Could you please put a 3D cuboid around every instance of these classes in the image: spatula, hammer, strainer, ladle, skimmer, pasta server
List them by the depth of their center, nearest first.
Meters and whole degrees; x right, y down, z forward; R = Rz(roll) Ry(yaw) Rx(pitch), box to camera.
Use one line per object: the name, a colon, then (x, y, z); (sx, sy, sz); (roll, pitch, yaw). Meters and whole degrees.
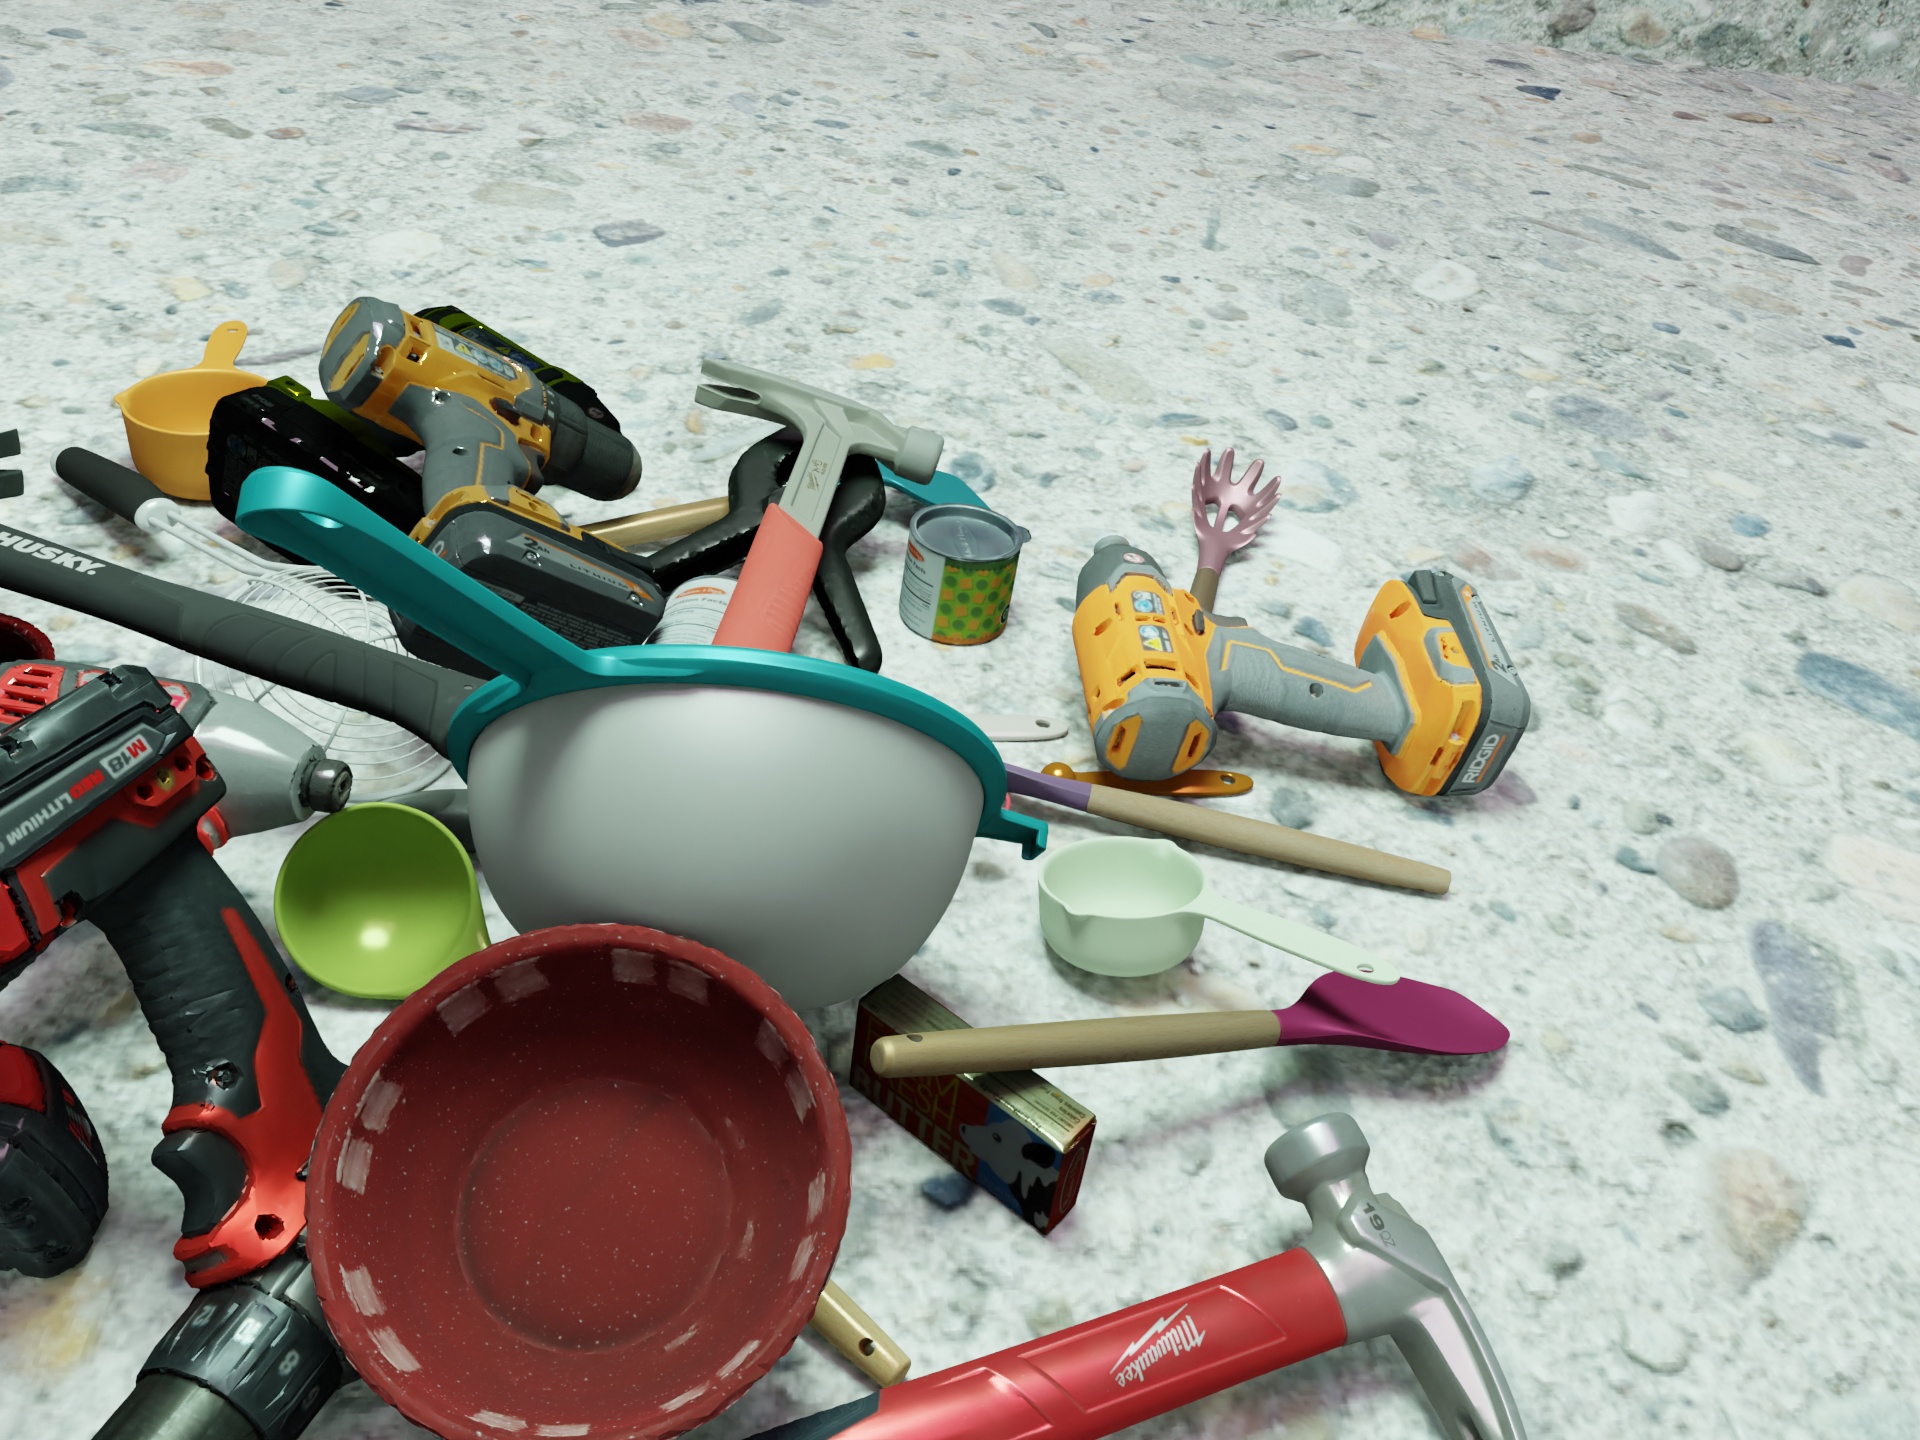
hammer: (-0.006, 0.237, 0.491); (0.386, 0.038, 0.143); (-11, 53, -21)
strainer: (-0.114, 0.035, 0.540); (0.211, 0.340, 0.095); (-9, 65, 22)
ladle: (-0.143, 0.136, 0.594); (0.320, 0.062, 0.078); (34, 77, 25)
hammer: (-0.342, -0.050, 0.687); (0.335, 0.035, 0.146); (18, 31, 6)
spatula: (0.089, 0.044, 0.791); (0.316, 0.059, 0.018); (14, 80, 0)
hammer: (-0.100, -0.081, 0.805); (0.149, 0.036, 0.359); (17, 36, -5)
skimmer: (-0.391, -0.064, 0.835); (0.364, 0.090, 0.127); (24, 32, 36)
pasta server: (0.150, -0.080, 0.973); (0.060, 0.040, 0.316); (22, 38, 2)
spatula: (-0.123, -0.124, 0.985); (0.317, 0.044, 0.082); (-14, 42, -22)

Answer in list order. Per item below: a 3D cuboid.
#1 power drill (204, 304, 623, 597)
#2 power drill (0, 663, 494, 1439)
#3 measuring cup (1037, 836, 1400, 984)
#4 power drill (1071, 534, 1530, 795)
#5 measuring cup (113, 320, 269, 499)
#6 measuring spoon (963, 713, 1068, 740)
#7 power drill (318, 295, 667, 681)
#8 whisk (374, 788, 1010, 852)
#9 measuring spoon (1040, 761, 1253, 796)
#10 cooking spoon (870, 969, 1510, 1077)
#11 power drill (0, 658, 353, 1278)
power drill: (-0.310, -0.164, 0.944); (0.171, 0.080, 0.223); (32, 37, 8)
power drill: (-0.248, 0.119, 0.477); (0.080, 0.226, 0.188); (-19, 22, 31)
measuring cup: (0.109, 0.097, 0.692); (0.168, 0.038, 0.083); (18, 29, 32)
power drill: (0.171, -0.037, 0.860); (0.226, 0.084, 0.164); (4, 43, -11)
measuring cup: (-0.455, -0.192, 0.978); (0.095, 0.052, 0.174); (-1, 35, -14)
measuring spoon: (-0.001, -0.003, 0.847); (0.124, 0.018, 0.034); (2, 36, -12)
power drill: (-0.224, -0.111, 0.825); (0.185, 0.084, 0.226); (22, 30, -46)
whisk: (-0.124, 0.041, 0.730); (0.296, 0.073, 0.073); (-2, 37, -5)
measuring spoon: (0.099, 0.029, 0.831); (0.117, 0.011, 0.021); (2, 36, -11)
cooking spoon: (0.104, 0.125, 0.639); (0.318, 0.017, 0.069); (4, 21, -33)
power drill: (-0.322, 0.075, 0.573); (0.143, 0.078, 0.220); (10, 50, 1)
